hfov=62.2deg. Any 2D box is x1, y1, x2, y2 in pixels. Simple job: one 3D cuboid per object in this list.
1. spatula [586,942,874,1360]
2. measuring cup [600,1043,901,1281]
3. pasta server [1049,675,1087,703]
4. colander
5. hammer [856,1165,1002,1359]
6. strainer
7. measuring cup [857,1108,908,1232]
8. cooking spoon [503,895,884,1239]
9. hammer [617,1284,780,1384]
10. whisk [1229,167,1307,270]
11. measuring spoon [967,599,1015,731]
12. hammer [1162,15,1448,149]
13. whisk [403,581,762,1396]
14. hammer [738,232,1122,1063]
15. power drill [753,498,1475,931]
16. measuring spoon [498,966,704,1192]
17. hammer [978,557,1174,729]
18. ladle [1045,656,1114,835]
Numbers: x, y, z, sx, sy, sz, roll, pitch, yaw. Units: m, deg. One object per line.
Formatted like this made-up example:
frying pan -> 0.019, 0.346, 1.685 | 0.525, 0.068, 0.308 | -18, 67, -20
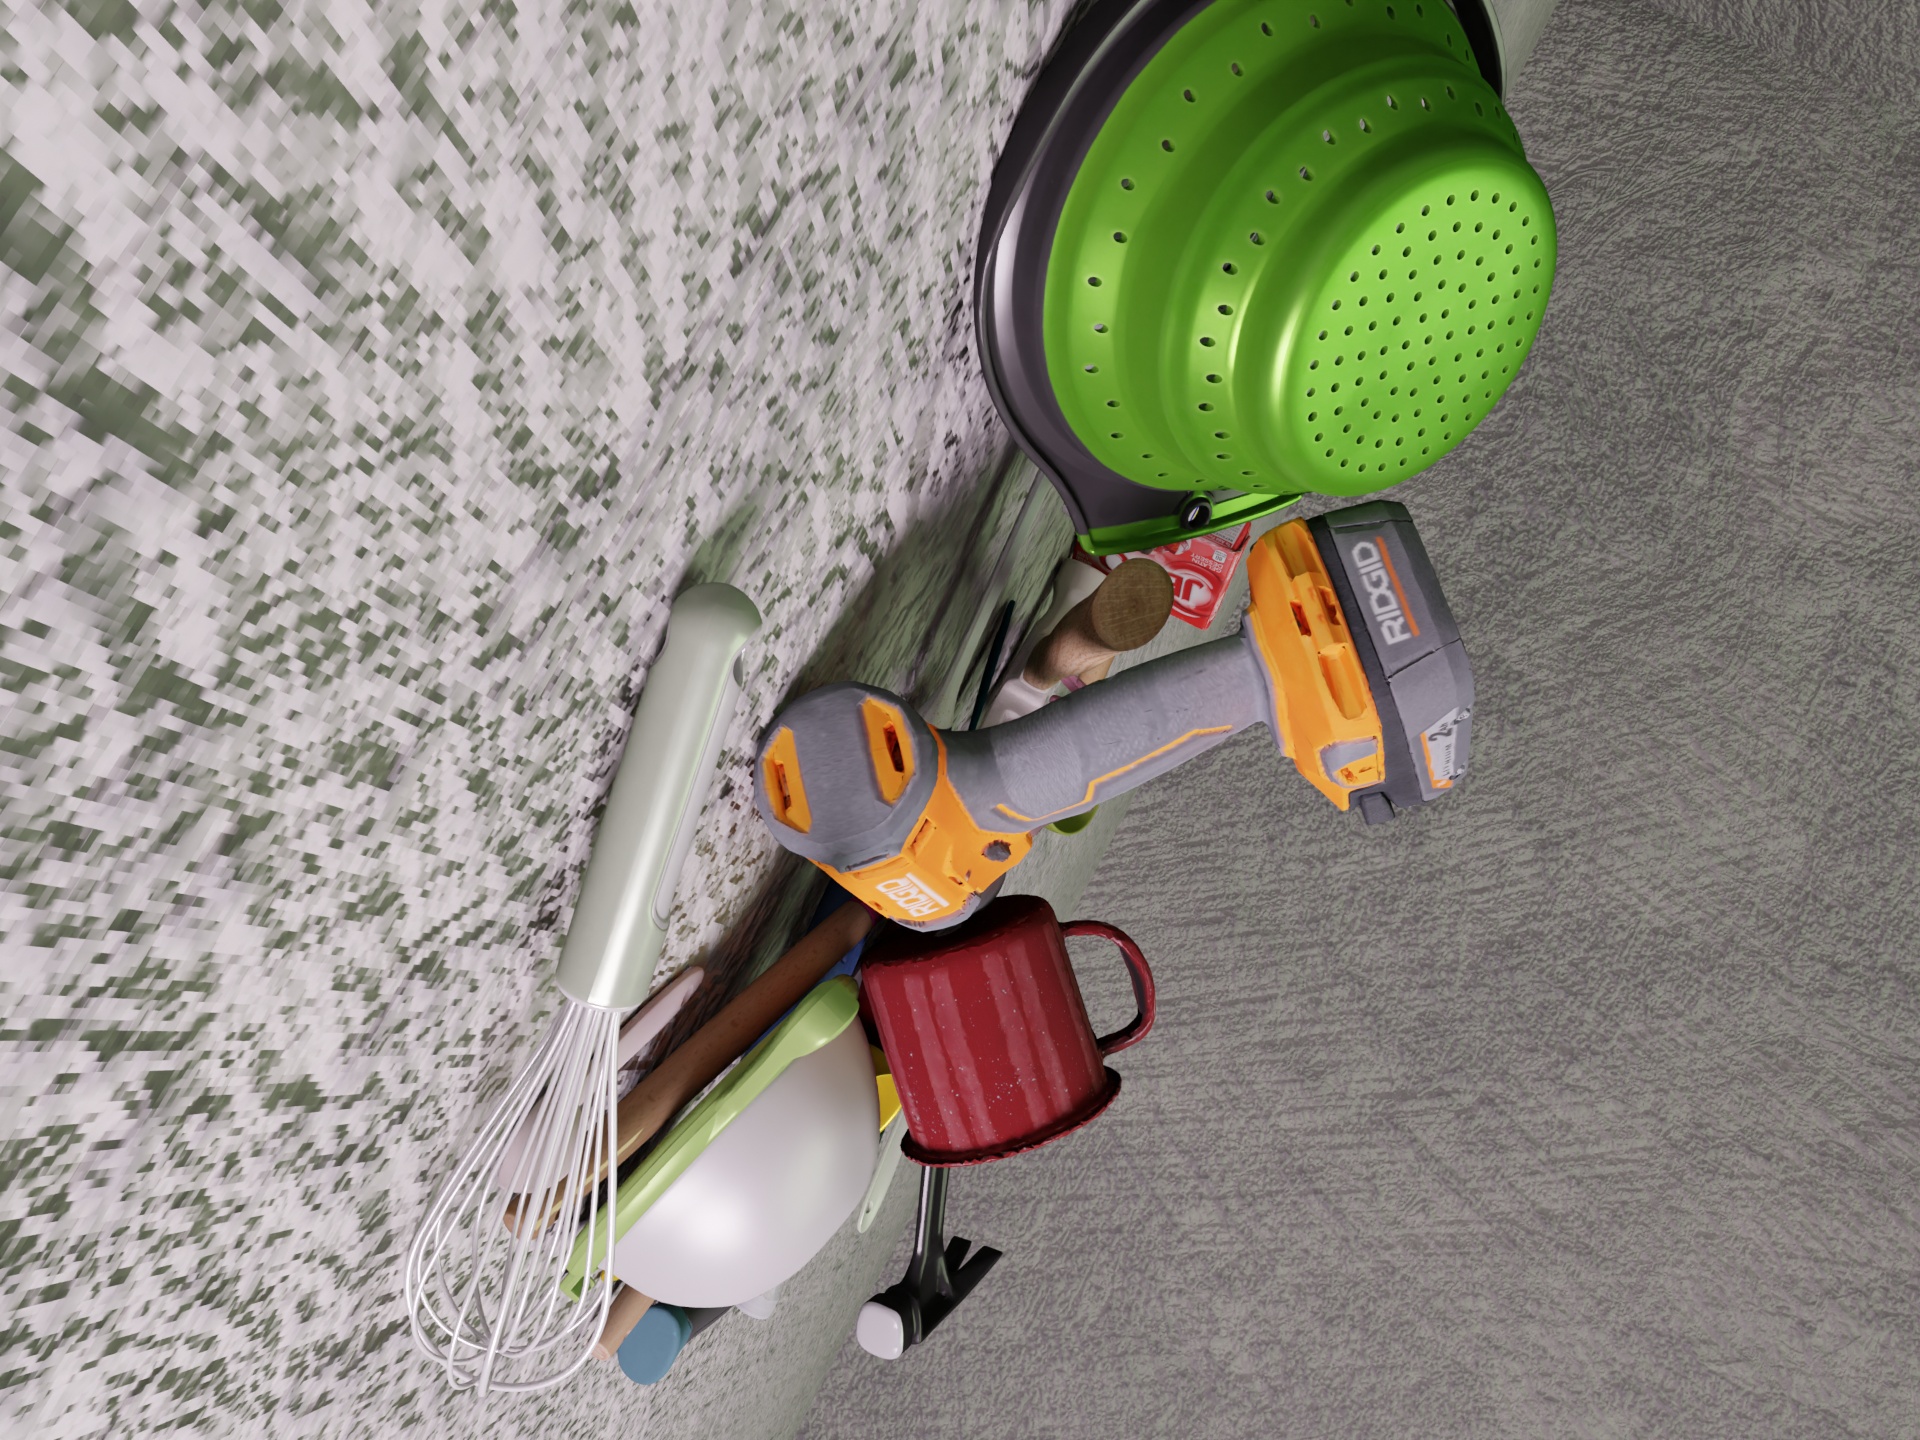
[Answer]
spatula -> -0.099, 0.203, 0.829 | 0.316, 0.018, 0.059 | -52, 168, -50
measuring cup -> -0.096, 0.196, 0.711 | 0.156, 0.029, 0.062 | -31, 145, -12
pasta server -> 0.059, 0.007, 0.804 | 0.060, 0.040, 0.316 | -62, 178, 2
colander -> 0.118, -0.201, 0.445 | 0.204, 0.095, 0.396 | -17, 133, -24
hammer -> -0.002, 0.183, 0.906 | 0.127, 0.034, 0.337 | -15, 113, -62
strainer -> -0.059, 0.152, 0.566 | 0.151, 0.069, 0.256 | -43, 174, -30
measuring cup -> -0.041, 0.210, 0.925 | 0.168, 0.038, 0.083 | -69, 153, -15
cooking spoon -> -0.055, 0.091, 0.621 | 0.319, 0.017, 0.068 | -39, 153, -44
hammer -> -0.134, 0.331, 0.949 | 0.128, 0.033, 0.331 | -61, 170, -3
whisk -> 0.171, -0.265, 0.856 | 0.070, 0.070, 0.285 | -66, 174, 20
measuring spoon -> -0.001, -0.003, 0.804 | 0.042, 0.021, 0.128 | 107, 2, -88
hammer -> 0.173, -0.316, 0.721 | 0.411, 0.038, 0.146 | -44, 138, -48
whisk -> -0.098, 0.078, 0.426 | 0.058, 0.059, 0.246 | -72, -178, -75
hammer -> -0.004, -0.011, 0.691 | 0.405, 0.035, 0.144 | -65, 170, 17
power drill -> 0.059, 0.014, 0.567 | 0.164, 0.226, 0.084 | 52, 21, -65
measuring spoon -> -0.112, 0.117, 0.533 | 0.034, 0.018, 0.124 | -68, 170, 27
hammer -> 0.051, -0.033, 0.742 | 0.130, 0.031, 0.331 | -62, -178, -4
ladle -> 0.095, -0.017, 1.061 | 0.078, 0.062, 0.320 | -57, 172, -30
